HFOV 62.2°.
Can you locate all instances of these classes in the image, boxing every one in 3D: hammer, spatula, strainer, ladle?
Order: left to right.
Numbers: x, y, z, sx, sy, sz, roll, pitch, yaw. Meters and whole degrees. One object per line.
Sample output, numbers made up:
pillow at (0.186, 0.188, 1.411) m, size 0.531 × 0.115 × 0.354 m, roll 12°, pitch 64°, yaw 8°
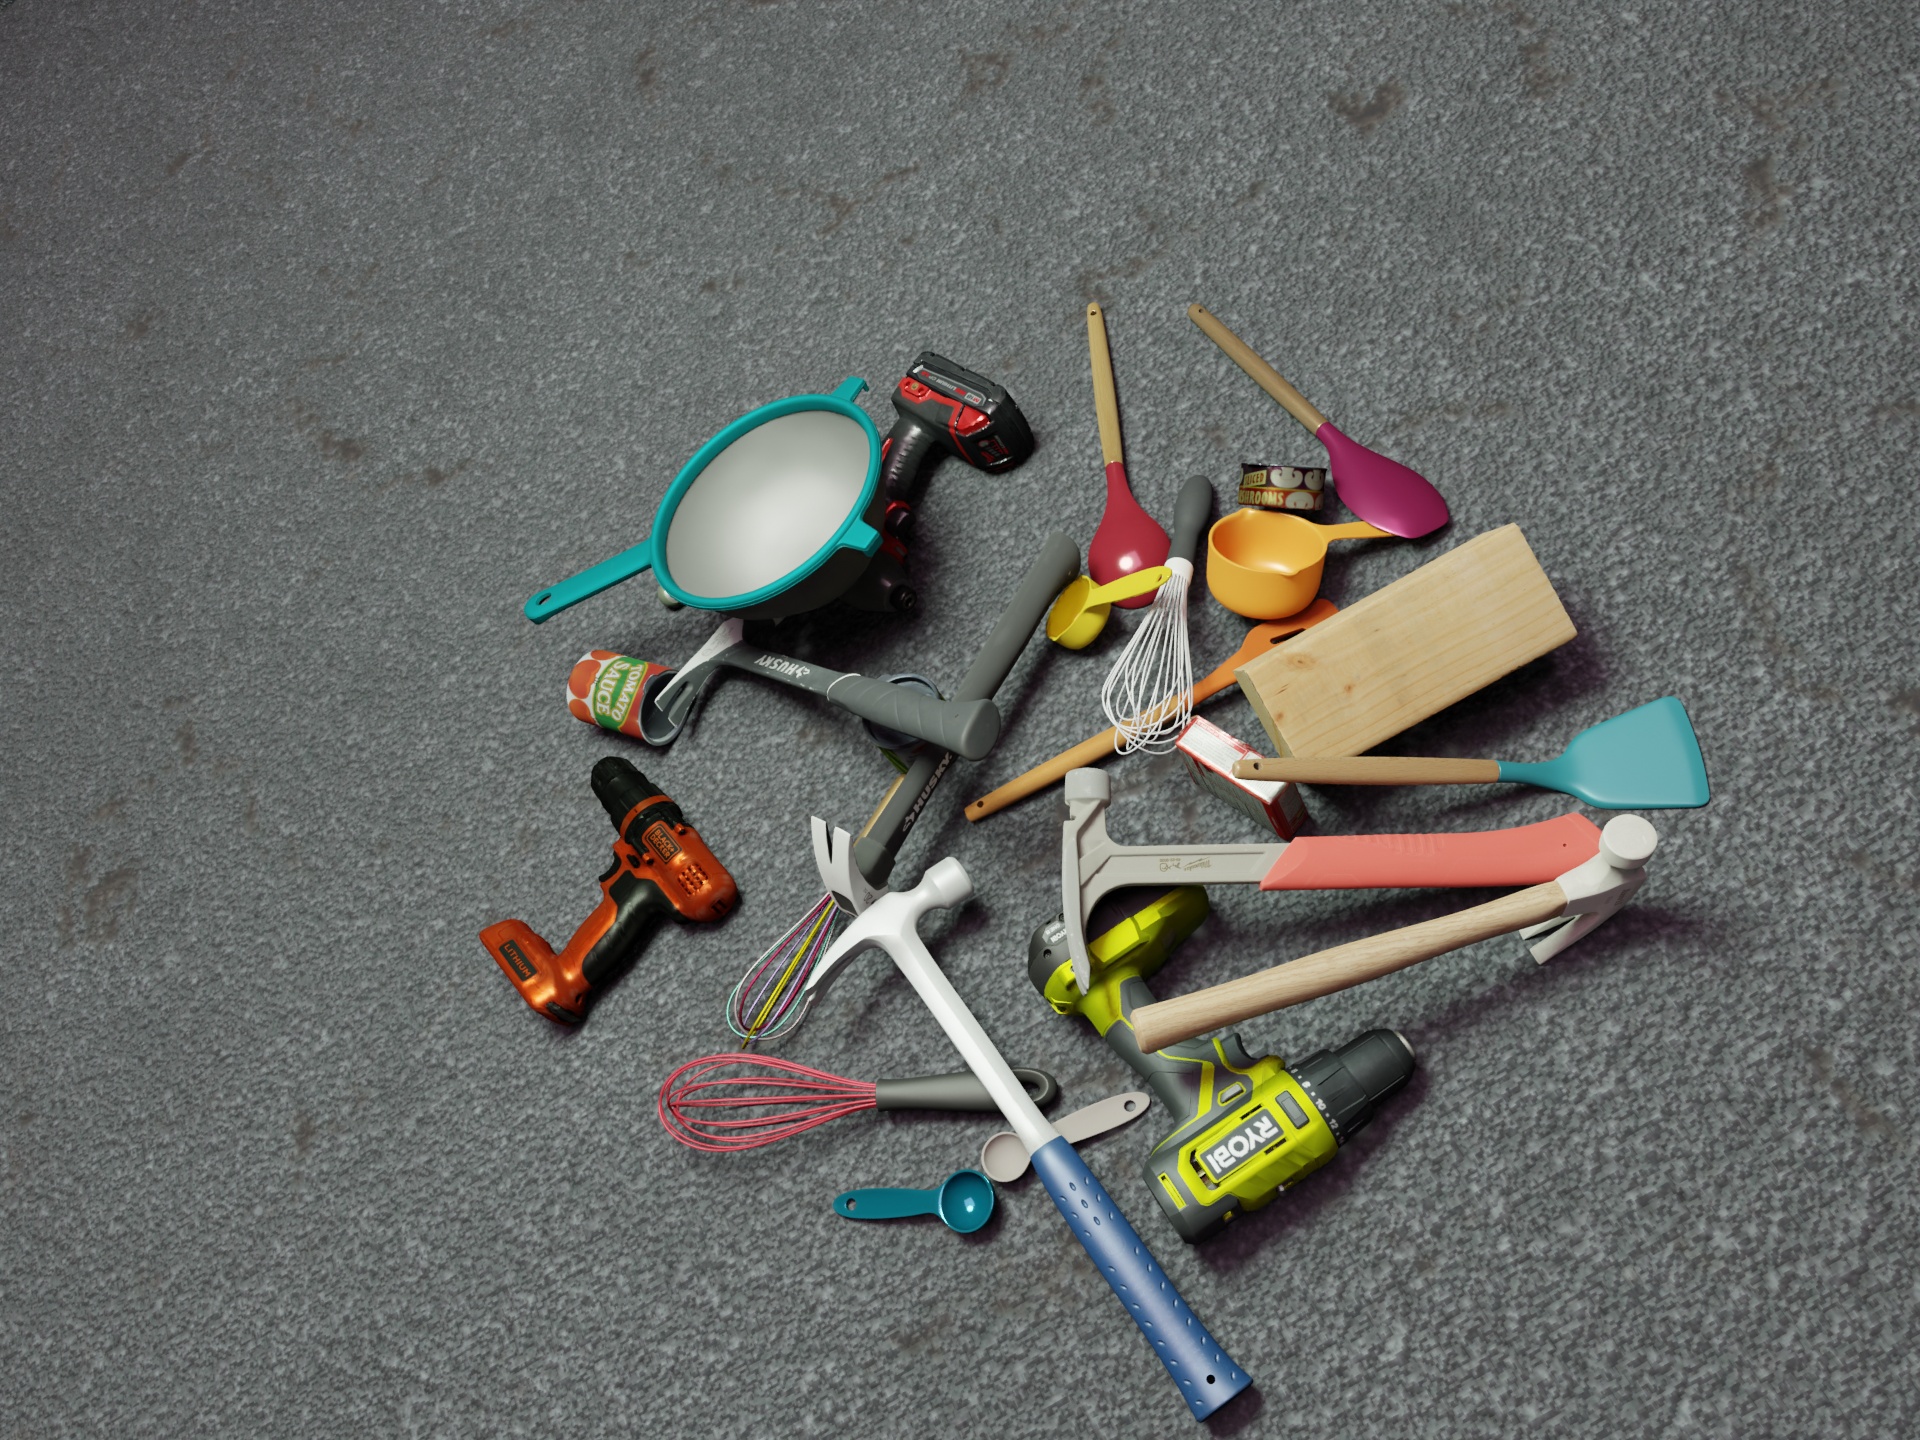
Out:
strainer at (-0.194, -0.131, 1.299) m, size 0.340 × 0.095 × 0.211 m, roll -22°, pitch 50°, yaw 18°
hammer at (-0.101, -0.024, 1.201) m, size 0.149 × 0.036 × 0.409 m, roll -46°, pitch 32°, yaw -17°
hammer at (-0.002, -0.004, 1.200) m, size 0.035 × 0.146 × 0.335 m, roll 23°, pitch 72°, yaw 27°
hammer at (0.046, 0.281, 1.067) m, size 0.144 × 0.035 × 0.406 m, roll -32°, pitch 63°, yaw -11°
ladle at (0.128, -0.233, 1.335) m, size 0.069 × 0.031 × 0.316 m, roll -12°, pitch 59°, yaw 14°
spatula at (0.149, 0.003, 1.208) m, size 0.322 × 0.041 × 0.081 m, roll -28°, pitch 57°, yaw 10°
hammer at (0.247, 0.103, 1.046) m, size 0.359 × 0.036 × 0.149 m, roll -1°, pitch 71°, yaw 1°
hammer at (0.267, 0.147, 0.999) m, size 0.331 × 0.129 × 0.031 m, roll -18°, pitch 58°, yaw -1°
spatula at (0.339, 0.028, 1.068) m, size 0.317 × 0.044 × 0.082 m, roll 0°, pitch 64°, yaw -9°

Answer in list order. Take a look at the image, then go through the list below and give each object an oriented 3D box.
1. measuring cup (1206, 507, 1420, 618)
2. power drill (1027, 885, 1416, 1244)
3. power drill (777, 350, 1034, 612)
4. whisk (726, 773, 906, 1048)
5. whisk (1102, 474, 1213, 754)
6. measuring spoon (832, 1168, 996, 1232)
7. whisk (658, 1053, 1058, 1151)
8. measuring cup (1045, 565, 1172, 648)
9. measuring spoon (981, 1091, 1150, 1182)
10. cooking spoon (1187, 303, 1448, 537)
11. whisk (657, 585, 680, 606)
measuring cup at (0.271, -0.121, 1.212) m, size 0.173 × 0.052 × 0.095 m, roll -8°, pitch 39°, yaw -11°
power drill at (0.168, 0.205, 1.063) m, size 0.190 × 0.080 × 0.229 m, roll -33°, pitch 59°, yaw -5°
power drill at (-0.044, -0.193, 1.352) m, size 0.143 × 0.078 × 0.220 m, roll 34°, pitch 83°, yaw 32°
whisk at (-0.103, 0.145, 1.222) m, size 0.051 × 0.047 × 0.245 m, roll 21°, pitch 69°, yaw 30°
whisk at (0.159, -0.087, 1.210) m, size 0.070 × 0.070 × 0.285 m, roll 1°, pitch 50°, yaw 21°
measuring spoon at (-0.030, 0.337, 1.110) m, size 0.128 × 0.021 × 0.042 m, roll -10°, pitch 65°, yaw 26°
whisk at (-0.076, 0.270, 1.138) m, size 0.296 × 0.073 × 0.073 m, roll -5°, pitch 62°, yaw 11°
measuring cup at (0.120, -0.090, 1.213) m, size 0.156 × 0.029 × 0.062 m, roll -14°, pitch 49°, yaw 58°
measuring spoon at (0.074, 0.286, 1.097) m, size 0.124 × 0.018 × 0.034 m, roll -23°, pitch 56°, yaw 1°
cooking spoon at (0.277, -0.249, 1.284) m, size 0.069 × 0.017 × 0.319 m, roll -26°, pitch 54°, yaw -14°
whisk at (-0.172, -0.184, 1.417) m, size 0.246 × 0.057 × 0.059 m, roll -39°, pitch 18°, yaw 2°
